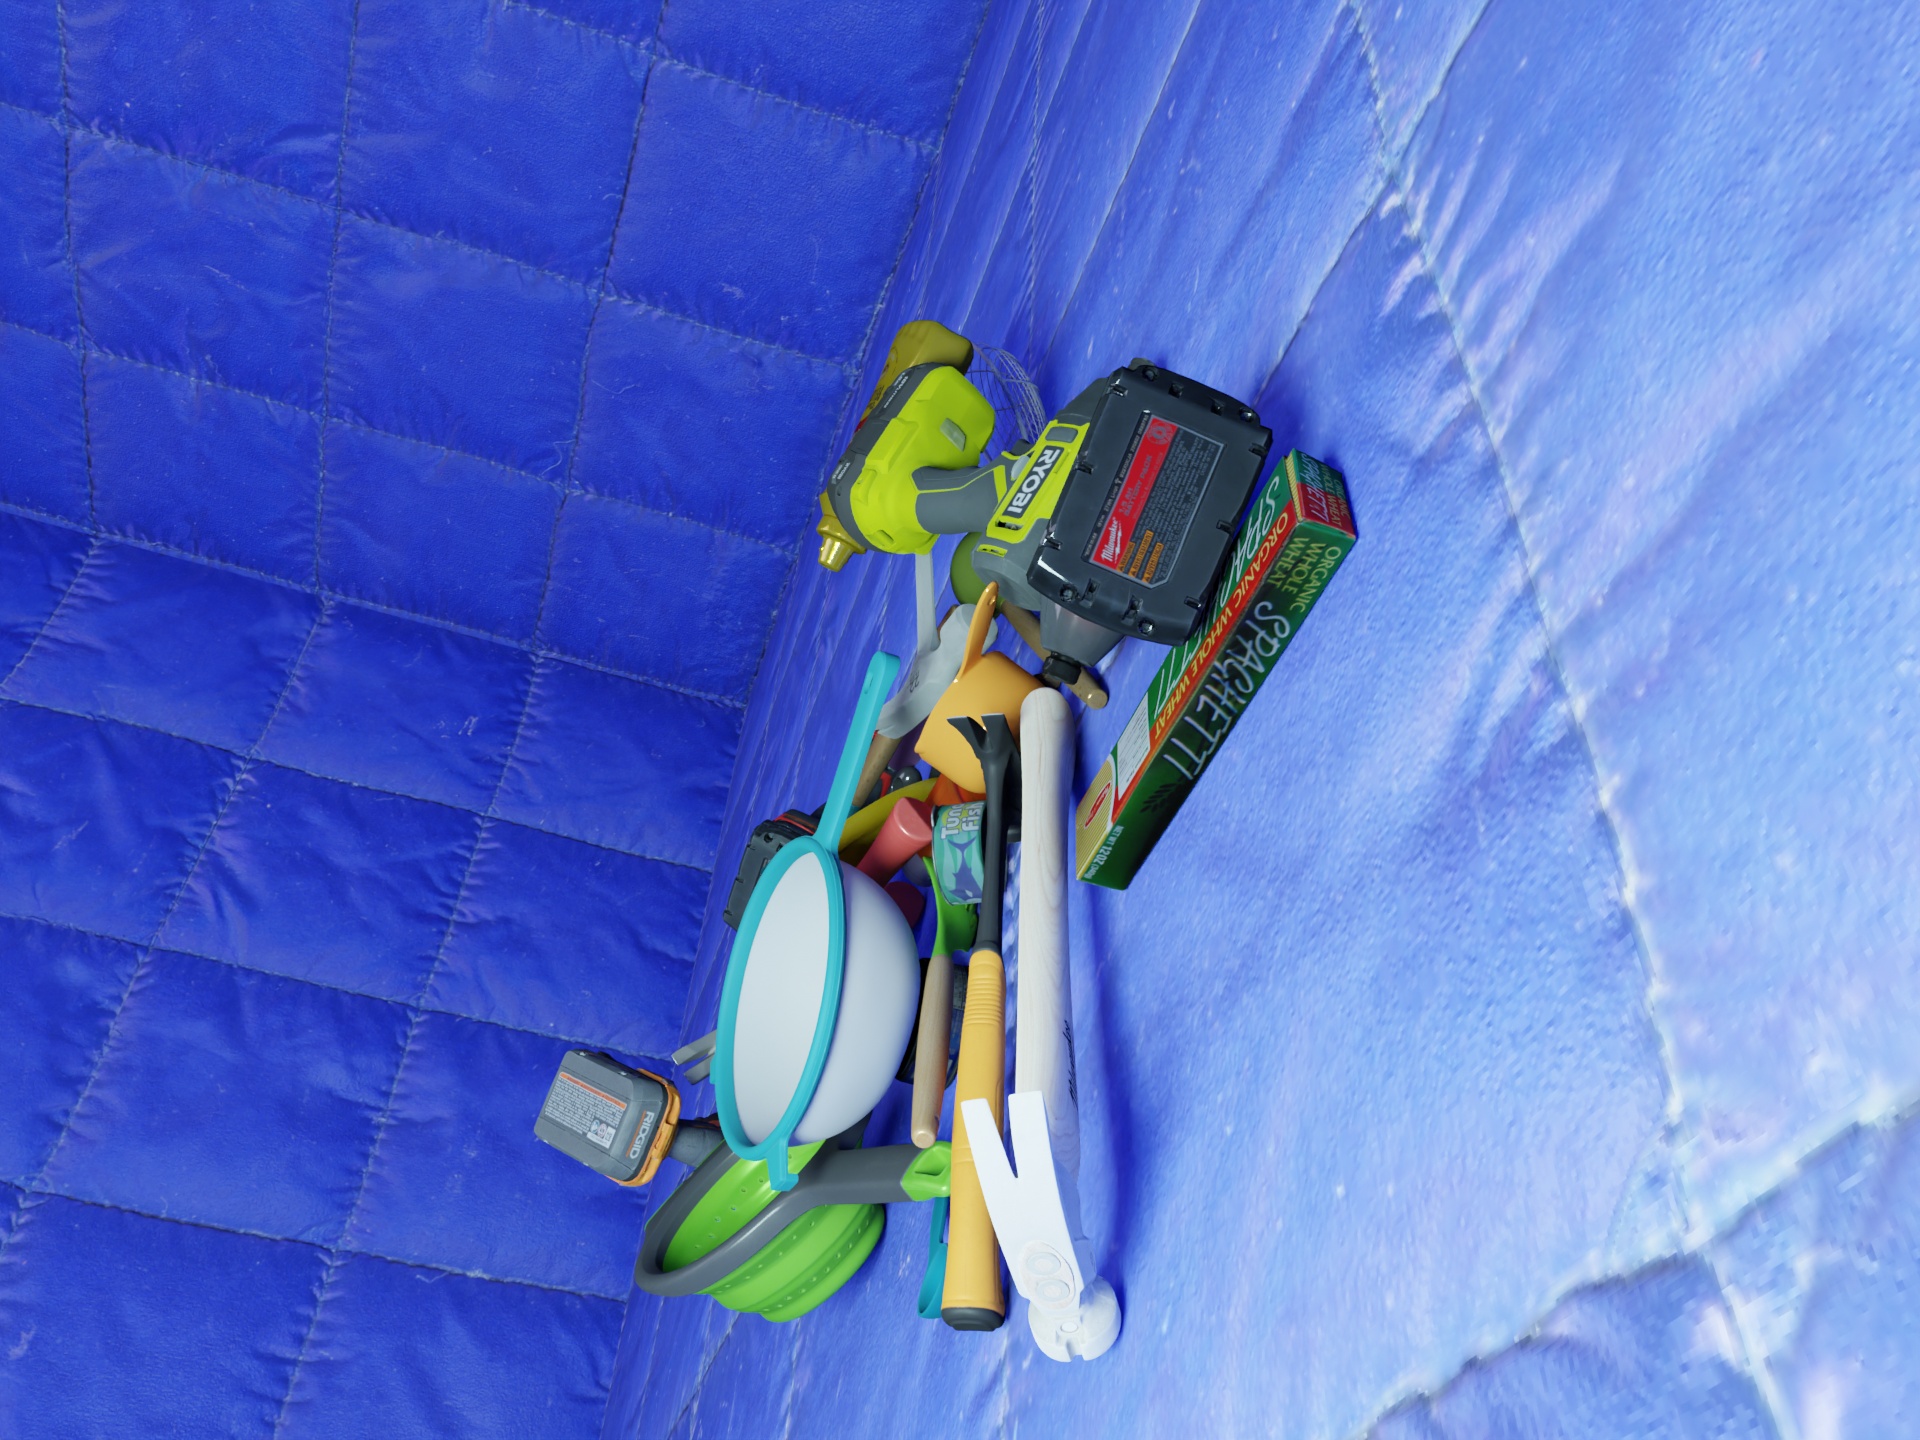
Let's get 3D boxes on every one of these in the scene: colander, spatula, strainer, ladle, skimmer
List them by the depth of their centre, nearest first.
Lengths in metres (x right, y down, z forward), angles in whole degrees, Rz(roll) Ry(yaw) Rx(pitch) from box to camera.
[{"bbox_3d":[-0.066,0.127,1.051,0.211,0.095,0.340,24,98,67],"label":"strainer"},{"bbox_3d":[-0.080,0.330,1.053,0.204,0.094,0.397,-44,10,-34],"label":"colander"},{"bbox_3d":[0.053,-0.068,1.077,0.320,0.062,0.078,-125,42,-64],"label":"ladle"},{"bbox_3d":[-0.002,-0.004,1.187,0.316,0.018,0.060,160,109,-65],"label":"spatula"},{"bbox_3d":[-0.069,0.037,1.234,0.317,0.082,0.044,-60,-6,26],"label":"spatula"},{"bbox_3d":[-0.003,-0.118,1.270,0.127,0.090,0.363,175,110,-77],"label":"skimmer"}]

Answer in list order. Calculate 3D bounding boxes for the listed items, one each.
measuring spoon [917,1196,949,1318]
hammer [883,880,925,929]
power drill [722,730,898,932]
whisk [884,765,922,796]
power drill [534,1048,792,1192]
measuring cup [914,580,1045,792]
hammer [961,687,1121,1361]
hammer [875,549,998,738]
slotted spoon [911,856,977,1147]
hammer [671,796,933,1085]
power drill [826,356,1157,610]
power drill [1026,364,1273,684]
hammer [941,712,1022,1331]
[{"bbox_3d":[-0.005,0.305,0.937,0.129,0.021,0.042,-81,16,-72],"label":"measuring spoon"},{"bbox_3d":[-0.107,0.278,1.387,0.143,0.038,0.386,-89,18,-56],"label":"hammer"},{"bbox_3d":[-0.125,0.125,1.442,0.227,0.080,0.187,-48,-17,-58],"label":"power drill"},{"bbox_3d":[-0.068,0.124,1.326,0.055,0.055,0.238,-87,13,-48],"label":"whisk"},{"bbox_3d":[-0.229,0.338,1.299,0.164,0.226,0.084,9,73,45],"label":"power drill"},{"bbox_3d":[0.025,-0.019,0.995,0.095,0.052,0.173,-42,-20,-29],"label":"measuring cup"},{"bbox_3d":[0.041,0.098,0.796,0.411,0.038,0.146,-86,-18,-56],"label":"hammer"},{"bbox_3d":[-0.034,-0.160,1.220,0.144,0.035,0.406,-48,31,37],"label":"hammer"},{"bbox_3d":[-0.012,0.165,0.975,0.314,0.031,0.070,-83,-30,-69],"label":"slotted spoon"},{"bbox_3d":[-0.108,0.166,1.207,0.149,0.037,0.359,-29,-16,-39],"label":"hammer"},{"bbox_3d":[0.024,-0.168,1.044,0.223,0.080,0.171,19,74,51],"label":"power drill"},{"bbox_3d":[0.081,-0.089,0.799,0.219,0.078,0.143,118,175,-89],"label":"power drill"},{"bbox_3d":[0.013,0.161,0.887,0.127,0.034,0.337,67,-158,-55],"label":"hammer"}]
